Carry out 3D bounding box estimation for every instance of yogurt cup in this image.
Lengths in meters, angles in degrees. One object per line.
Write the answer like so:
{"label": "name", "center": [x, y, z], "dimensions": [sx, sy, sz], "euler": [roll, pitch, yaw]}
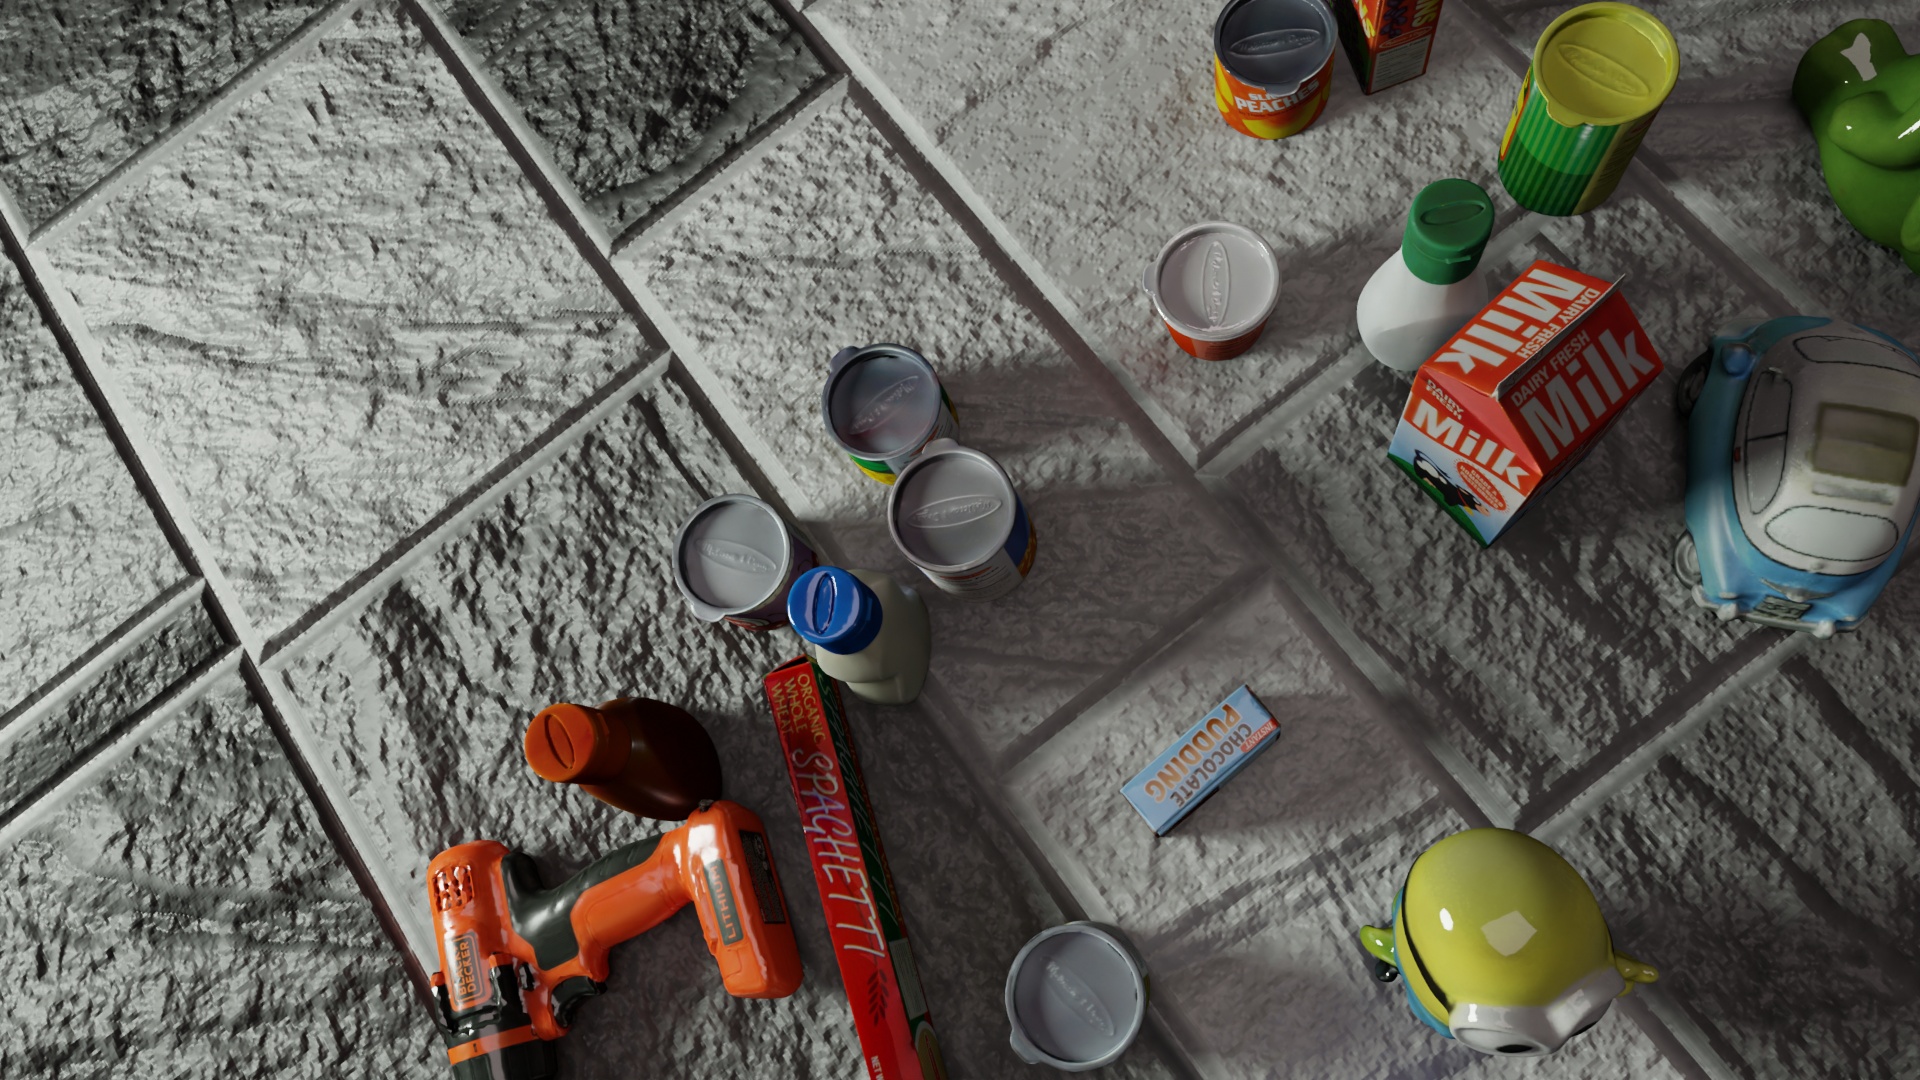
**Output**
{"label": "yogurt cup", "center": [0.139, -0.132, 0.754], "dimensions": [0.072, 0.054, 0.072], "euler": [-2, 76, 10]}

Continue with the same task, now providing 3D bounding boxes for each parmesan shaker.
{"label": "parmesan shaker", "center": [0.318, -0.217, 0.716], "dimensions": [0.071, 0.103, 0.071], "euler": [-2, 76, 10]}

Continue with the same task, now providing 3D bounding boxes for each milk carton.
{"label": "milk carton", "center": [0.258, -0.063, 0.644], "dimensions": [0.072, 0.190, 0.073], "euler": [-42, 73, -1]}

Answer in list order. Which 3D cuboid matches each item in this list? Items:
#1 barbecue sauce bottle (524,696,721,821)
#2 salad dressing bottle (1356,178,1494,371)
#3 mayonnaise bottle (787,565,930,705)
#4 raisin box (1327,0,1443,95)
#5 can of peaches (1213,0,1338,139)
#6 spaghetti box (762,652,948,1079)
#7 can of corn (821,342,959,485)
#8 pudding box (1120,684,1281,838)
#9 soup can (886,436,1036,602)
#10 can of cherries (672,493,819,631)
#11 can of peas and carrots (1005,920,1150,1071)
{"label": "barbecue sauce bottle", "center": [-0.168, 0.108, 0.702], "dimensions": [0.043, 0.148, 0.065], "euler": [-29, 73, 3]}
{"label": "salad dressing bottle", "center": [0.233, -0.129, 0.687], "dimensions": [0.064, 0.147, 0.044], "euler": [-10, 75, 8]}
{"label": "mayonnaise bottle", "center": [-0.048, 0.044, 0.696], "dimensions": [0.041, 0.148, 0.065], "euler": [3, 77, 11]}
{"label": "raisin box", "center": [0.225, -0.312, 0.746], "dimensions": [0.040, 0.123, 0.086], "euler": [-17, 74, 6]}
{"label": "can of peaches", "center": [0.175, -0.265, 0.778], "dimensions": [0.071, 0.058, 0.071], "euler": [-2, 76, 10]}
{"label": "spaghetti box", "center": [-0.052, 0.182, 0.713], "dimensions": [0.029, 0.050, 0.250], "euler": [-19, 74, 6]}
{"label": "can of corn", "center": [-0.039, -0.070, 0.769], "dimensions": [0.071, 0.058, 0.071], "euler": [-2, 76, 10]}
{"label": "pudding box", "center": [0.121, 0.112, 0.699], "dimensions": [0.084, 0.049, 0.030], "euler": [-41, 73, -1]}
{"label": "soup can", "center": [0.003, -0.009, 0.733], "dimensions": [0.071, 0.083, 0.071], "euler": [-2, 76, 10]}
{"label": "can of cherries", "center": [-0.118, 0.015, 0.762], "dimensions": [0.071, 0.058, 0.071], "euler": [-2, 76, 10]}
{"label": "can of peas and carrots", "center": [0.057, 0.223, 0.679], "dimensions": [0.071, 0.058, 0.071], "euler": [-2, 76, 10]}
